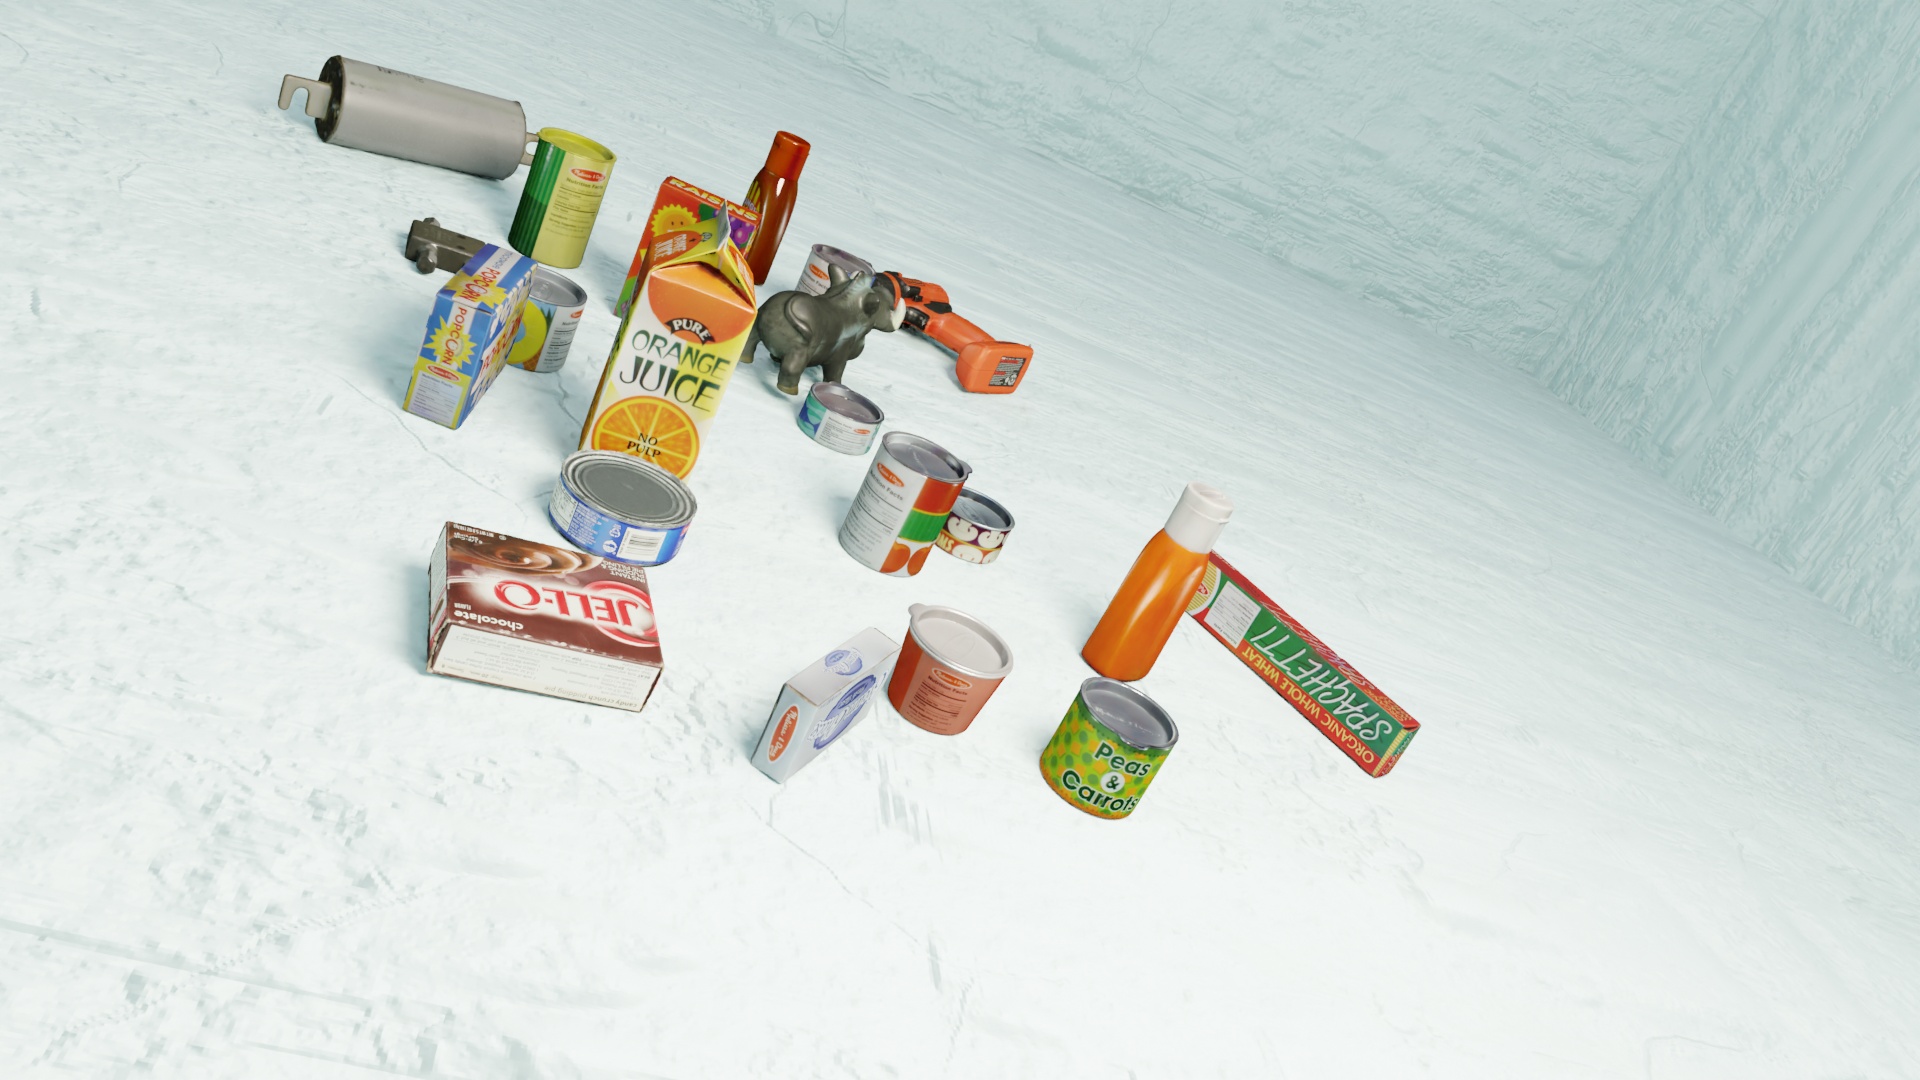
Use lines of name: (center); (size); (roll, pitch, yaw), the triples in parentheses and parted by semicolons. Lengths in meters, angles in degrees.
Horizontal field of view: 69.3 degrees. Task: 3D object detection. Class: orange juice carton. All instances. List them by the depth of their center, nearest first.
orange juice carton: (-0.185, -0.126, 0.904); (0.073, 0.191, 0.072); (18, 24, -19)

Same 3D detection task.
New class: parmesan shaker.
parmesan shaker: (-0.349, -0.297, 1.206); (0.071, 0.102, 0.071); (23, 23, -10)

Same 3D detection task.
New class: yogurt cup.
yogurt cup: (-0.009, 0.080, 0.835); (0.072, 0.053, 0.073); (23, 23, -10)

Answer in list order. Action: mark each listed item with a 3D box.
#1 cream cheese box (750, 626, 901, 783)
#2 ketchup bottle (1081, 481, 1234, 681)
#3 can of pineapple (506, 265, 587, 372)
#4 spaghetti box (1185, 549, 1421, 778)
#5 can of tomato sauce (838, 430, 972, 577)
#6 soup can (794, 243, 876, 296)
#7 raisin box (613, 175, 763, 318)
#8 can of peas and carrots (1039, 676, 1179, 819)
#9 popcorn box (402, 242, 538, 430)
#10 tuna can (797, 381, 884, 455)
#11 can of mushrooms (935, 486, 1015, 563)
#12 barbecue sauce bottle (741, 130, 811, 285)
cream cheese box: (-0.072, 0.087, 0.753); (0.024, 0.053, 0.104); (32, 23, 12)
ketchup bottle: (0.143, 0.030, 0.980); (0.065, 0.148, 0.043); (-2, 36, -49)
can of pineapple: (-0.316, -0.164, 1.019); (0.071, 0.057, 0.071); (23, 23, -10)
spaghetti box: (0.254, 0.088, 1.103); (0.029, 0.050, 0.251); (2, 33, -46)
can of tomato sauce: (-0.040, -0.025, 0.986); (0.071, 0.082, 0.071); (23, 23, -10)
soup can: (-0.125, -0.231, 1.330); (0.071, 0.083, 0.071); (23, 23, -10)
raisin box: (-0.229, -0.232, 1.169); (0.086, 0.123, 0.040); (23, 23, -9)
can of peas and carrots: (0.089, 0.126, 0.835); (0.071, 0.058, 0.071); (23, 23, -10)
popcorn box: (-0.323, -0.138, 0.921); (0.038, 0.085, 0.127); (21, 23, -13)
tuna can: (-0.100, -0.102, 1.148); (0.071, 0.032, 0.071); (22, 23, -10)
can of mushrooms: (0.004, -0.013, 1.071); (0.071, 0.033, 0.071); (22, 23, -10)
barbecue sauce bottle: (-0.193, -0.335, 1.392); (0.044, 0.148, 0.065); (8, 29, -38)
